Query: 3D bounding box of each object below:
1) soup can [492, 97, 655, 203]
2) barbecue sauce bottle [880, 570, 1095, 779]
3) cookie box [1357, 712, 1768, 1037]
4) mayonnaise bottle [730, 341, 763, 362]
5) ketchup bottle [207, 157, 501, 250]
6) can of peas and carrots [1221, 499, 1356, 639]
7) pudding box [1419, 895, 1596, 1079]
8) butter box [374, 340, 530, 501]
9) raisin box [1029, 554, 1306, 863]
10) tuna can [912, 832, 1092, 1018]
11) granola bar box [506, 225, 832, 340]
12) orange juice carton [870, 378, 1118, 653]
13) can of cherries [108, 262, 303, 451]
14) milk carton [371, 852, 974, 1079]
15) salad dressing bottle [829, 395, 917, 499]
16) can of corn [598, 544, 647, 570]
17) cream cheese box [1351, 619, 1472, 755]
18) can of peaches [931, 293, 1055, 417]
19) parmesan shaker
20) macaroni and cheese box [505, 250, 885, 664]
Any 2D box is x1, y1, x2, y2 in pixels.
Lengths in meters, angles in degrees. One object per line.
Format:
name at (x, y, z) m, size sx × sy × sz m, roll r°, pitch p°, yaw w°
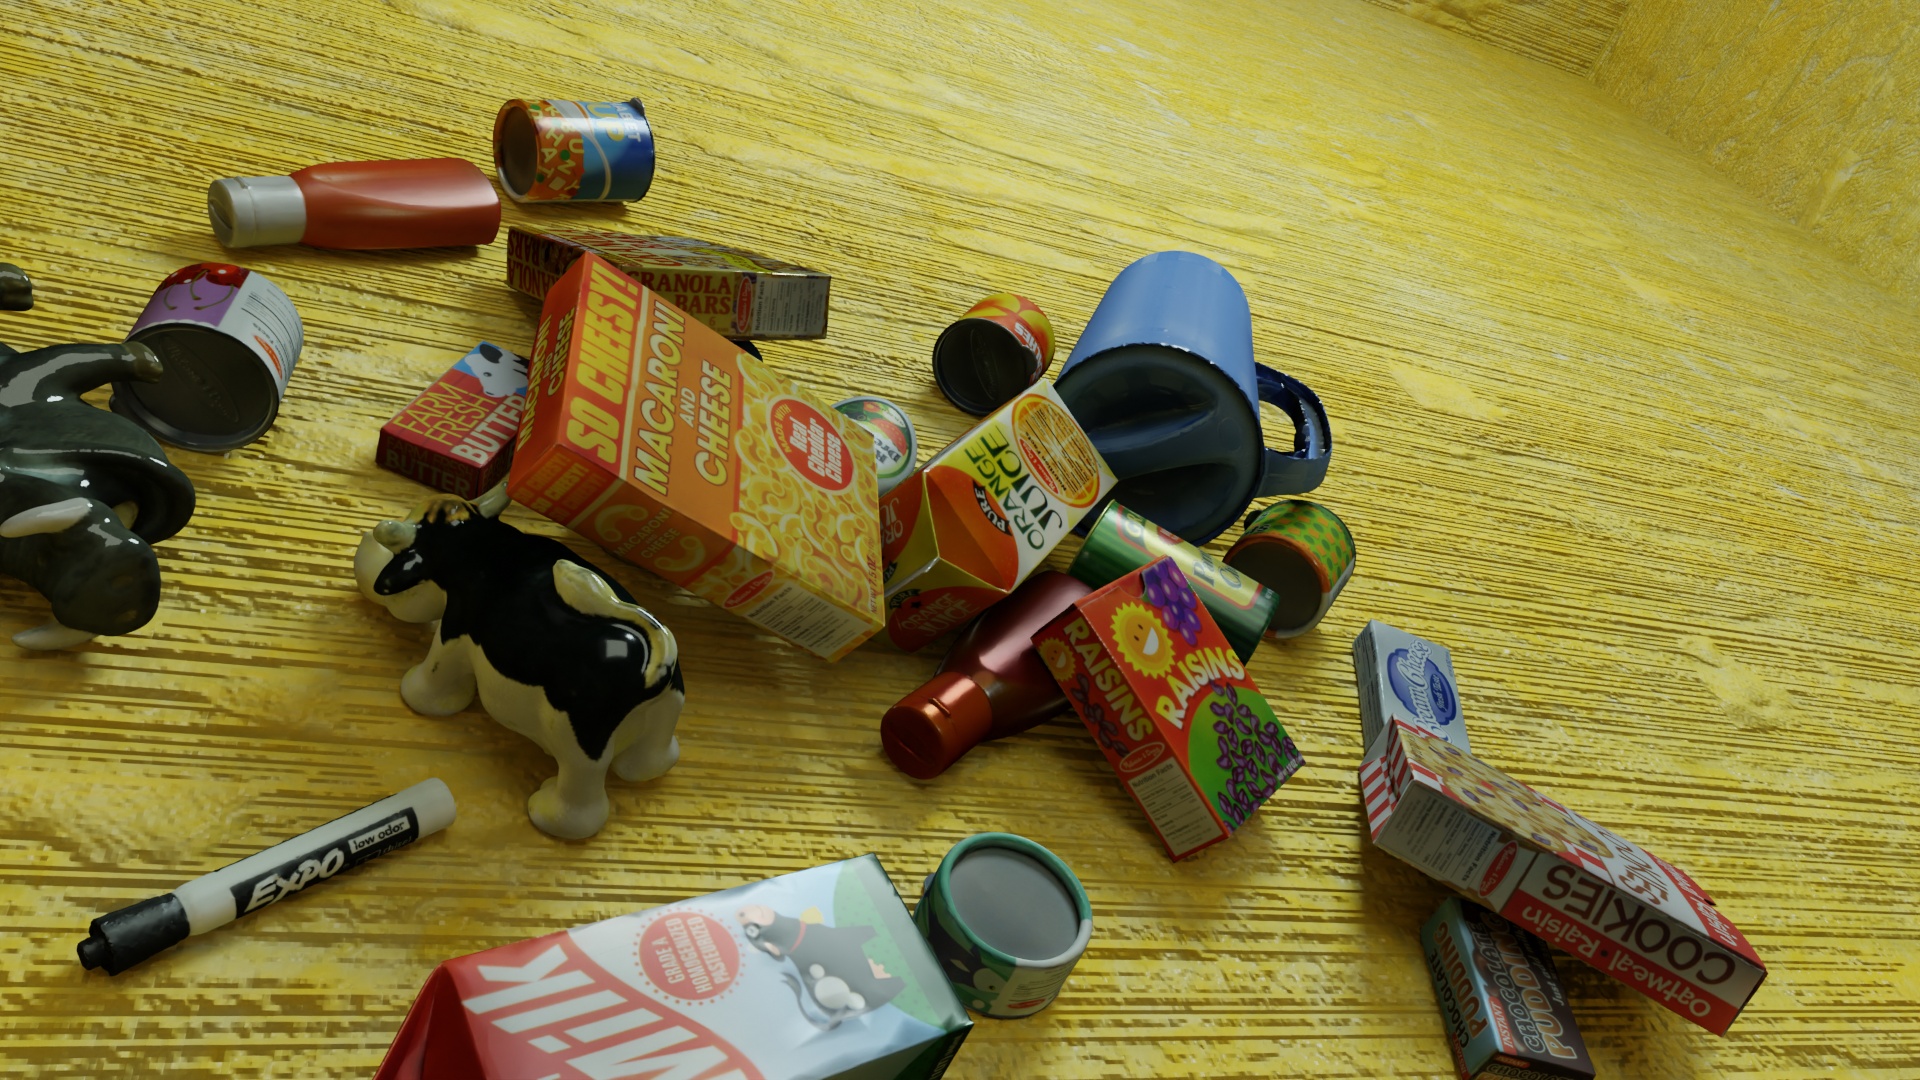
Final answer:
soup can at (-0.253, -0.258, 0.912) m, size 0.084 × 0.071 × 0.071 m, roll -13°, pitch 48°, yaw -43°
barbecue sauce bottle at (0.020, 0.064, 0.660) m, size 0.065 × 0.043 × 0.149 m, roll 40°, pitch 37°, yaw 16°
cookie box at (0.278, 0.152, 0.663) m, size 0.167 × 0.040 × 0.123 m, roll 29°, pitch 12°, yaw 8°
mayonnaise bottle at (-0.160, -0.077, 0.731) m, size 0.041 × 0.064 × 0.149 m, roll 21°, pitch 26°, yaw 21°
ketchup bottle at (-0.342, -0.190, 0.789) m, size 0.149 × 0.043 × 0.065 m, roll -18°, pitch 51°, yaw -45°
can of peas and carrots at (0.189, 0.015, 0.811) m, size 0.071 × 0.070 × 0.059 m, roll 33°, pitch 35°, yaw 14°
pudding box at (0.239, 0.203, 0.614) m, size 0.050 × 0.030 × 0.084 m, roll 18°, pitch 34°, yaw -9°
butter box at (-0.239, -0.060, 0.689) m, size 0.053 × 0.024 × 0.104 m, roll 22°, pitch 33°, yaw -2°
raisin box at (0.099, 0.076, 0.656) m, size 0.086 × 0.040 × 0.123 m, roll -24°, pitch 78°, yaw -48°
tuna can at (0.015, 0.149, 0.549) m, size 0.071 × 0.032 × 0.071 m, roll 17°, pitch 34°, yaw -12°
granola bar box at (-0.168, -0.146, 0.784) m, size 0.124 × 0.039 × 0.166 m, roll -4°, pitch 19°, yaw -36°
orange juice carton at (0.003, -0.009, 0.703) m, size 0.073 × 0.071 × 0.193 m, roll 54°, pitch 35°, yaw -5°
can of cherries at (-0.338, -0.083, 0.623) m, size 0.071 × 0.071 × 0.059 m, roll 10°, pitch 36°, yaw -20°
milk carton at (-0.099, 0.163, 0.422) m, size 0.191 × 0.072 × 0.074 m, roll -6°, pitch 44°, yaw -37°
salad dressing bottle at (-0.069, -0.027, 0.730) m, size 0.064 × 0.043 × 0.148 m, roll 33°, pitch 35°, yaw -1°
can of corn at (-0.143, -0.025, 0.669) m, size 0.071 × 0.058 × 0.071 m, roll 17°, pitch 34°, yaw -11°
cream cheese box at (0.253, 0.090, 0.784) m, size 0.053 × 0.024 × 0.104 m, roll 21°, pitch 33°, yaw -2°
can of peaches at (0.025, -0.121, 0.896) m, size 0.071 × 0.071 × 0.058 m, roll 28°, pitch 33°, yaw 7°
parmesan shaker at (0.110, 0.032, 0.741) m, size 0.103 × 0.071 × 0.072 m, roll 30°, pitch 34°, yaw 9°
macaroni and cheese box at (-0.108, -0.034, 0.603) m, size 0.166 × 0.040 × 0.124 m, roll 32°, pitch 35°, yaw -34°
